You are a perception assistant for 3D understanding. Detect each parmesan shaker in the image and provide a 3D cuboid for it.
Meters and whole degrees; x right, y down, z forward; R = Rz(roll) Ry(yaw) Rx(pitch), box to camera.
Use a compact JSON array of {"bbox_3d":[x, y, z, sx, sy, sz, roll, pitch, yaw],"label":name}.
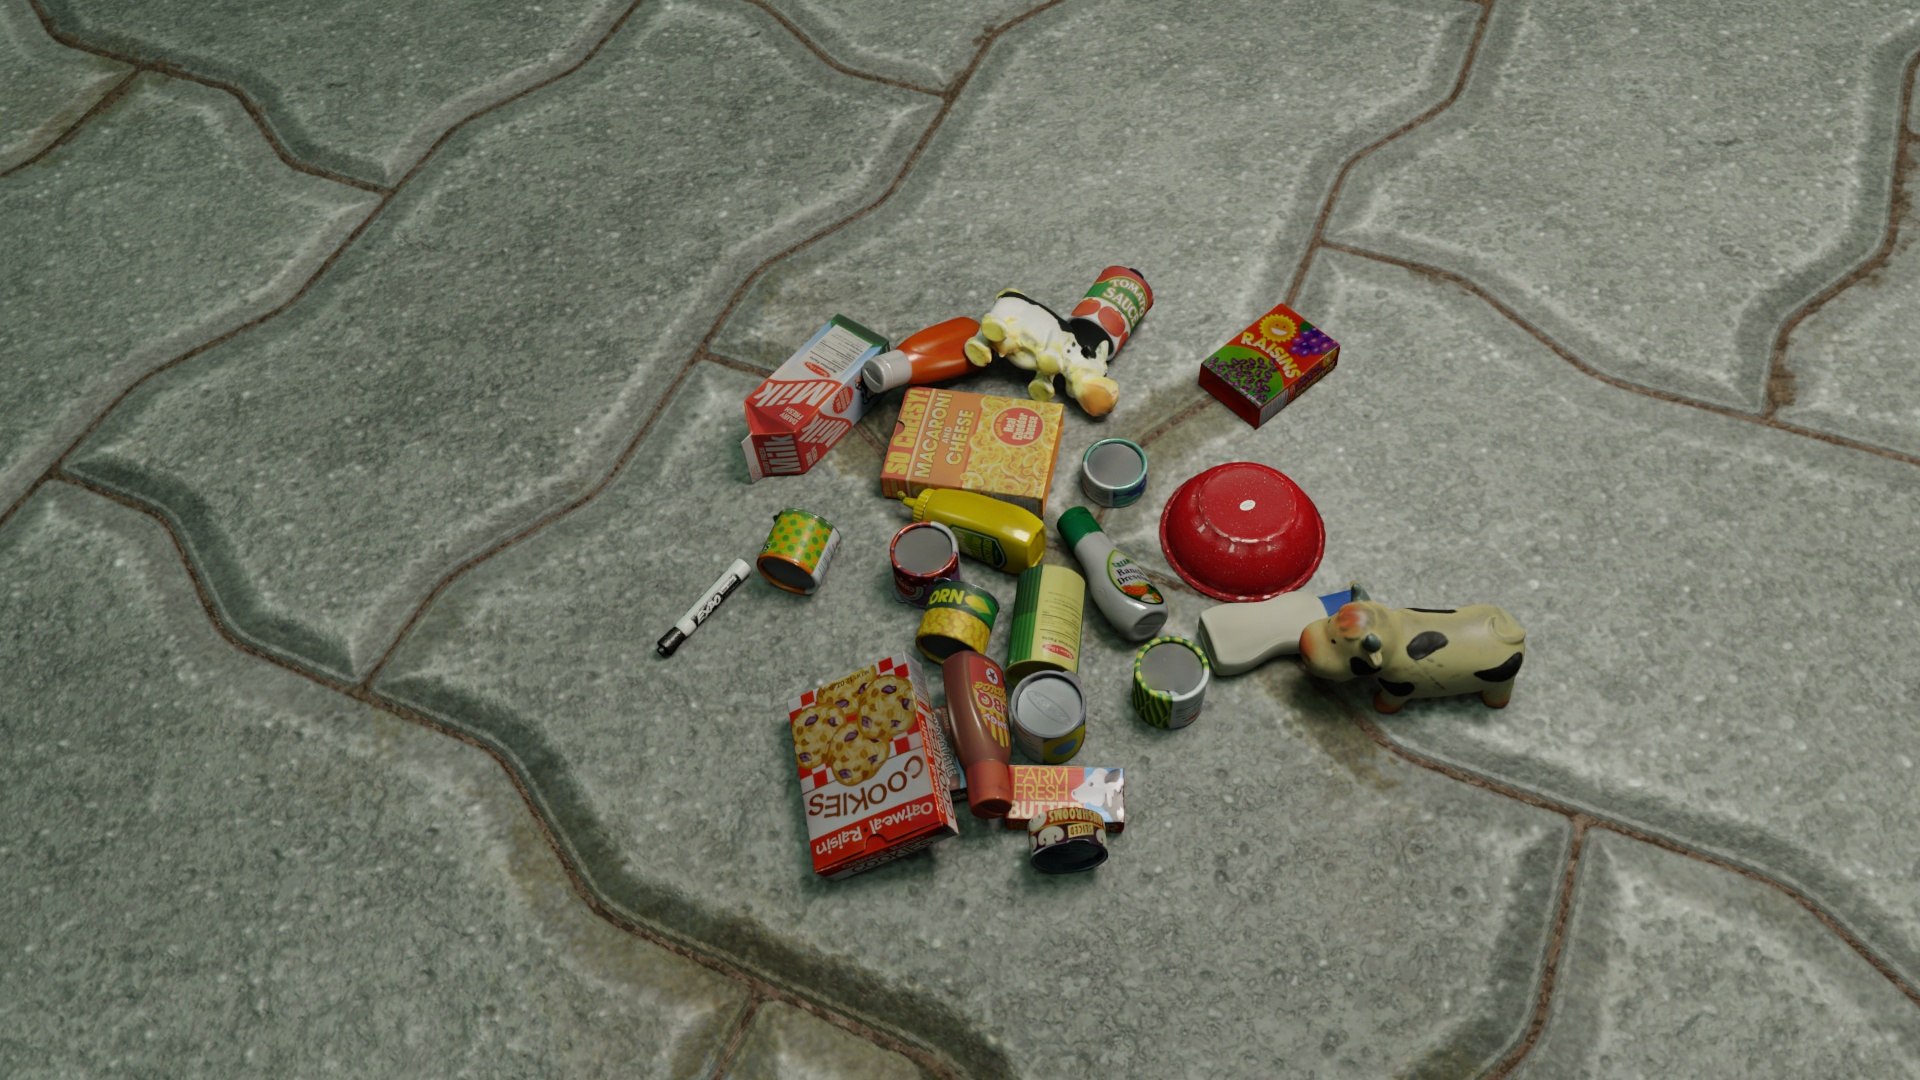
[{"bbox_3d":[0.082,0.083,1.282,0.071,0.071,0.103,4,56,7],"label":"parmesan shaker"}]

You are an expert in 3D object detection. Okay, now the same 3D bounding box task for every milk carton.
[{"bbox_3d":[-0.157,-0.142,1.445,0.073,0.072,0.191,31,63,23],"label":"milk carton"}]

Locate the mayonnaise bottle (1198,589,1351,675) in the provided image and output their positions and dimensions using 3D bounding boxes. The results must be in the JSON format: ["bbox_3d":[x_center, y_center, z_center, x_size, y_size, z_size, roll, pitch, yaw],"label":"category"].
[{"bbox_3d":[0.299,0.079,1.282,0.148,0.041,0.065,-13,58,-6],"label":"mayonnaise bottle"}]

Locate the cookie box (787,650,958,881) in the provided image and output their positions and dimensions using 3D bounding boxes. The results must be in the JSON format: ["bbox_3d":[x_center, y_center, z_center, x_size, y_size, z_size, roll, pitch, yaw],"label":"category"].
[{"bbox_3d":[-0.079,0.195,1.208,0.123,0.040,0.168,-24,55,14],"label":"cookie box"}]

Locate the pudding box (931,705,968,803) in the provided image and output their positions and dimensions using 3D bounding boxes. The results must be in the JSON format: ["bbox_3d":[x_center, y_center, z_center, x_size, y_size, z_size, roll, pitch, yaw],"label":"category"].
[{"bbox_3d":[-0.024,0.193,1.235,0.050,0.030,0.084,-11,56,-3],"label":"pudding box"}]

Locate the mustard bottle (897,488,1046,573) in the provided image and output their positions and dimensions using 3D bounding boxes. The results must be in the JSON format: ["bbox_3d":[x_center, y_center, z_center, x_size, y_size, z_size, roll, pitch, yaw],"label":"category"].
[{"bbox_3d":[0.005,-0.017,1.357,0.160,0.065,0.049,19,55,23],"label":"mustard bottle"}]

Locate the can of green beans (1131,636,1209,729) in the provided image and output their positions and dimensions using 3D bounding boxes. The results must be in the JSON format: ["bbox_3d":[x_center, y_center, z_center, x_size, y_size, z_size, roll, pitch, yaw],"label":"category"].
[{"bbox_3d":[0.188,0.127,1.247,0.071,0.057,0.071,-2,56,3],"label":"can of green beans"}]

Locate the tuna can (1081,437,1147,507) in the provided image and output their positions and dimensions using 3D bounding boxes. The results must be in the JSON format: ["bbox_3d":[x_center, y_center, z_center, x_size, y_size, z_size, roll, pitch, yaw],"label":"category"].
[{"bbox_3d":[0.157,-0.070,1.396,0.071,0.032,0.071,-2,57,3],"label":"tuna can"}]

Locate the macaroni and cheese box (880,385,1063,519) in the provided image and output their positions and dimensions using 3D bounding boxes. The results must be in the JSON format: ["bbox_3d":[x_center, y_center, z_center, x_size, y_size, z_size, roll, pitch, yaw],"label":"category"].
[{"bbox_3d":[0.013,-0.093,1.418,0.166,0.040,0.124,8,56,9],"label":"macaroni and cheese box"}]

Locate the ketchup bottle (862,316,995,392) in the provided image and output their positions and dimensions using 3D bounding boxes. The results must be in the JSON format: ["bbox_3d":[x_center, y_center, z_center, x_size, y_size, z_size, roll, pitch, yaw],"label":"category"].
[{"bbox_3d":[-0.035,-0.192,1.457,0.149,0.043,0.065,-25,57,-37],"label":"ketchup bottle"}]

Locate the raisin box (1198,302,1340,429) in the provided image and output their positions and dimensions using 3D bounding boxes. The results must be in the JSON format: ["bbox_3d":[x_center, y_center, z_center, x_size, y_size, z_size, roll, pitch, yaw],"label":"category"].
[{"bbox_3d":[0.324,-0.184,1.457,0.124,0.040,0.086,-37,61,-18],"label":"raisin box"}]

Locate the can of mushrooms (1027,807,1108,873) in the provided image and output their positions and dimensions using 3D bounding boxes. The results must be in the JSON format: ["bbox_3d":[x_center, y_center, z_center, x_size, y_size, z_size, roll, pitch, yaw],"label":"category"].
[{"bbox_3d":[0.090,0.251,1.164,0.071,0.070,0.033,-4,55,1],"label":"can of mushrooms"}]

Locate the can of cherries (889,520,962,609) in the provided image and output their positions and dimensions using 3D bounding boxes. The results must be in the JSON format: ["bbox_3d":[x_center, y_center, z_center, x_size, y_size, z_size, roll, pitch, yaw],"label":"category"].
[{"bbox_3d":[-0.035,0.025,1.332,0.071,0.058,0.072,-2,56,3],"label":"can of cherries"}]

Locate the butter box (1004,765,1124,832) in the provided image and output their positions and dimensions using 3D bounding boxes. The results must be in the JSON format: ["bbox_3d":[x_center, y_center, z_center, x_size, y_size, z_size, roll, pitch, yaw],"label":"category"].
[{"bbox_3d":[0.091,0.224,1.209,0.103,0.024,0.053,0,56,4],"label":"butter box"}]

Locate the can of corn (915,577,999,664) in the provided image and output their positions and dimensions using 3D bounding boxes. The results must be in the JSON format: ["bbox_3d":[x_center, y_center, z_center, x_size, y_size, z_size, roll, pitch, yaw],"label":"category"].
[{"bbox_3d":[-0.005,0.077,1.288,0.071,0.070,0.058,12,59,12],"label":"can of corn"}]

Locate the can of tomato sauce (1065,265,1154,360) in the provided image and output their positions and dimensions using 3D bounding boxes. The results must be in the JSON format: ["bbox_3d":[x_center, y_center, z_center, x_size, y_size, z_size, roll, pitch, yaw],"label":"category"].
[{"bbox_3d":[0.160,-0.244,1.491,0.071,0.071,0.083,26,63,20],"label":"can of tomato sauce"}]

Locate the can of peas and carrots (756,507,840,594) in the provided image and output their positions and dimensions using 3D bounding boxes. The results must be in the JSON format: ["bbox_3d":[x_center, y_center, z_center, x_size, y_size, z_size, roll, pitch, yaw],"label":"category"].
[{"bbox_3d":[-0.159,0.010,1.346,0.071,0.070,0.059,13,59,13],"label":"can of peas and carrots"}]

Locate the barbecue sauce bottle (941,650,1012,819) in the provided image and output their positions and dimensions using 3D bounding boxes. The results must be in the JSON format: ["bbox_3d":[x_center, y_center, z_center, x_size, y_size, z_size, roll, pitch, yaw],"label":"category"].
[{"bbox_3d":[0.018,0.171,1.219,0.043,0.065,0.149,-33,43,26],"label":"barbecue sauce bottle"}]

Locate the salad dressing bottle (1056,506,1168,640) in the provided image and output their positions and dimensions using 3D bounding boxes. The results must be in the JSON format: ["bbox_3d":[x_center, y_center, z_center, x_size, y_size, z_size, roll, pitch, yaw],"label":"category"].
[{"bbox_3d":[0.141,0.029,1.321,0.064,0.043,0.148,0,42,-37],"label":"salad dressing bottle"}]

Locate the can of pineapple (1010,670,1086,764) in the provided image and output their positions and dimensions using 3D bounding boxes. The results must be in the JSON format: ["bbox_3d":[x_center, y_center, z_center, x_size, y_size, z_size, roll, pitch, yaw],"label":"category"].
[{"bbox_3d":[0.080,0.157,1.235,0.071,0.057,0.071,-2,57,3],"label":"can of pineapple"}]
